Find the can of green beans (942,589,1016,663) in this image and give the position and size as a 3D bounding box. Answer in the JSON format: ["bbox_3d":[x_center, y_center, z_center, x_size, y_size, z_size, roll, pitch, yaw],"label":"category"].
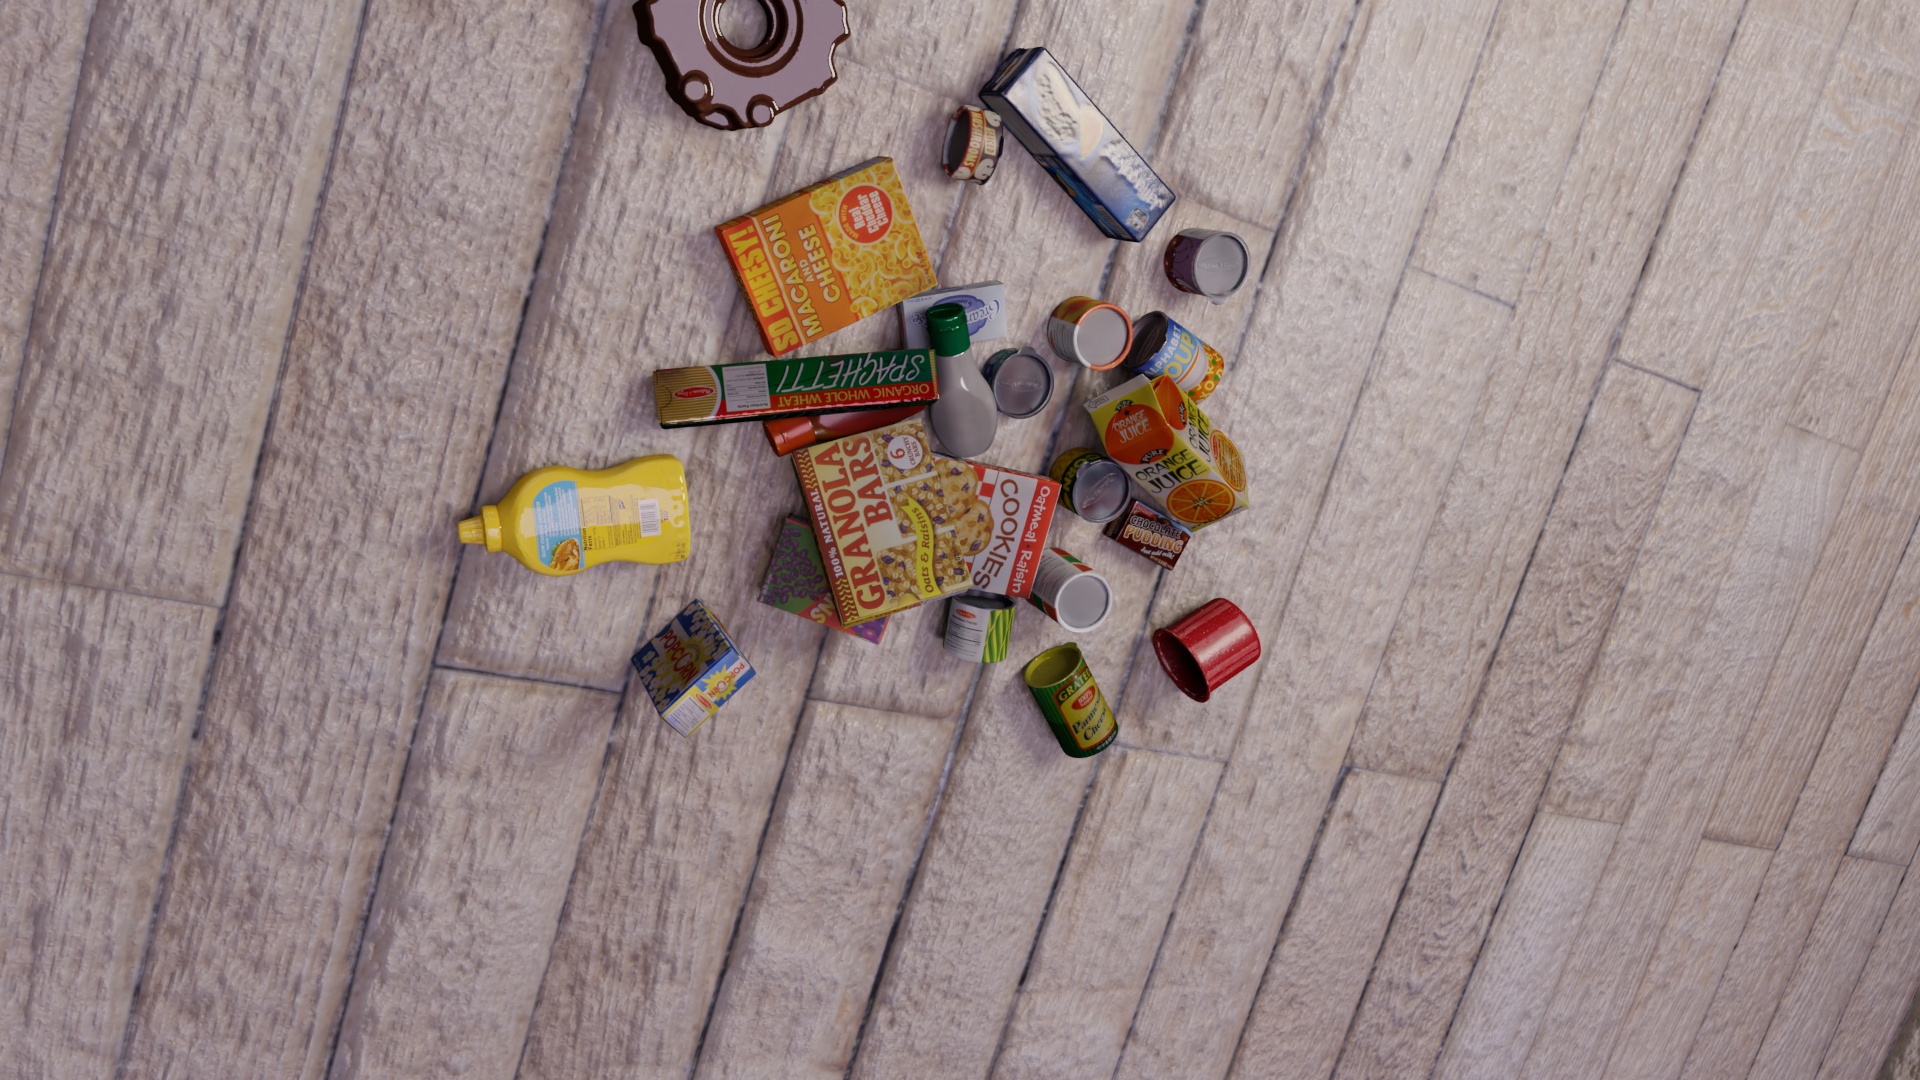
[{"bbox_3d":[0.019,0.085,1.388,0.071,0.071,0.057,3,105,-24],"label":"can of green beans"}]

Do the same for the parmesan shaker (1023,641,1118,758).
[{"bbox_3d":[0.119,0.168,1.457,0.071,0.071,0.102,-34,116,-11],"label":"parmesan shaker"}]

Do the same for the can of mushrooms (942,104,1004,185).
[{"bbox_3d":[0.012,-0.356,1.251,0.033,0.071,0.071,8,102,-23],"label":"can of mushrooms"}]

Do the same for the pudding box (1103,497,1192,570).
[{"bbox_3d":[0.197,-0.008,1.457,0.083,0.030,0.049,27,93,-28],"label":"pudding box"}]

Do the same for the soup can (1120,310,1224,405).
[{"bbox_3d":[0.213,-0.180,1.389,0.083,0.071,0.071,29,93,-28],"label":"soup can"}]

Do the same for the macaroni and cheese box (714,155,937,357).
[{"bbox_3d":[-0.119,-0.254,1.243,0.167,0.040,0.123,-27,114,-14],"label":"macaroni and cheese box"}]

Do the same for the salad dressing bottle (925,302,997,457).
[{"bbox_3d":[-0.002,-0.150,1.302,0.064,0.044,0.147,-5,126,8],"label":"salad dressing bottle"}]

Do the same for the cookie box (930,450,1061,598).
[{"bbox_3d":[0.005,-0.017,1.367,0.167,0.040,0.122,11,101,-24],"label":"cookie box"}]

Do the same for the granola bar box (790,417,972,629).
[{"bbox_3d":[-0.073,-0.017,1.268,0.124,0.039,0.165,-16,82,-10],"label":"granola bar box"}]

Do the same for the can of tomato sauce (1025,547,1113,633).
[{"bbox_3d":[0.108,0.051,1.407,0.071,0.083,0.071,-7,108,-21],"label":"can of tomato sauce"}]

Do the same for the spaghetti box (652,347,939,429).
[{"bbox_3d":[-0.144,-0.136,1.239,0.250,0.028,0.050,-6,85,-11],"label":"spaghetti box"}]

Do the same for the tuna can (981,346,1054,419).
[{"bbox_3d":[0.055,-0.156,1.350,0.071,0.033,0.070,-7,108,-21],"label":"tuna can"}]

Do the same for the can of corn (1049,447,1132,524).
[{"bbox_3d":[0.128,-0.058,1.397,0.071,0.058,0.071,-7,108,-21],"label":"can of corn"}]

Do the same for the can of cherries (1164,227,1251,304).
[{"bbox_3d":[0.244,-0.274,1.382,0.071,0.058,0.071,-7,108,-22],"label":"can of cherries"}]

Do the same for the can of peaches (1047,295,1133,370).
[{"bbox_3d":[0.128,-0.203,1.354,0.071,0.058,0.071,-7,108,-21],"label":"can of peaches"}]

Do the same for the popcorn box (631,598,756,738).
[{"bbox_3d":[-0.242,0.114,1.251,0.085,0.127,0.038,-44,120,-5],"label":"popcorn box"}]

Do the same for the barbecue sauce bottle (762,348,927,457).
[{"bbox_3d":[-0.108,-0.122,1.285,0.149,0.044,0.064,-25,108,-14],"label":"barbecue sauce bottle"}]

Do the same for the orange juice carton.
[{"bbox_3d":[0.206,-0.096,1.384,0.071,0.073,0.192,-26,132,32],"label":"orange juice carton"}]

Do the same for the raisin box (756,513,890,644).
[{"bbox_3d":[-0.118,0.036,1.305,0.123,0.040,0.086,21,98,-4],"label":"raisin box"}]

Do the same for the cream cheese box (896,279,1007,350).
[{"bbox_3d":[-0.008,-0.211,1.312,0.104,0.024,0.053,-13,112,-19],"label":"cream cheese box"}]
